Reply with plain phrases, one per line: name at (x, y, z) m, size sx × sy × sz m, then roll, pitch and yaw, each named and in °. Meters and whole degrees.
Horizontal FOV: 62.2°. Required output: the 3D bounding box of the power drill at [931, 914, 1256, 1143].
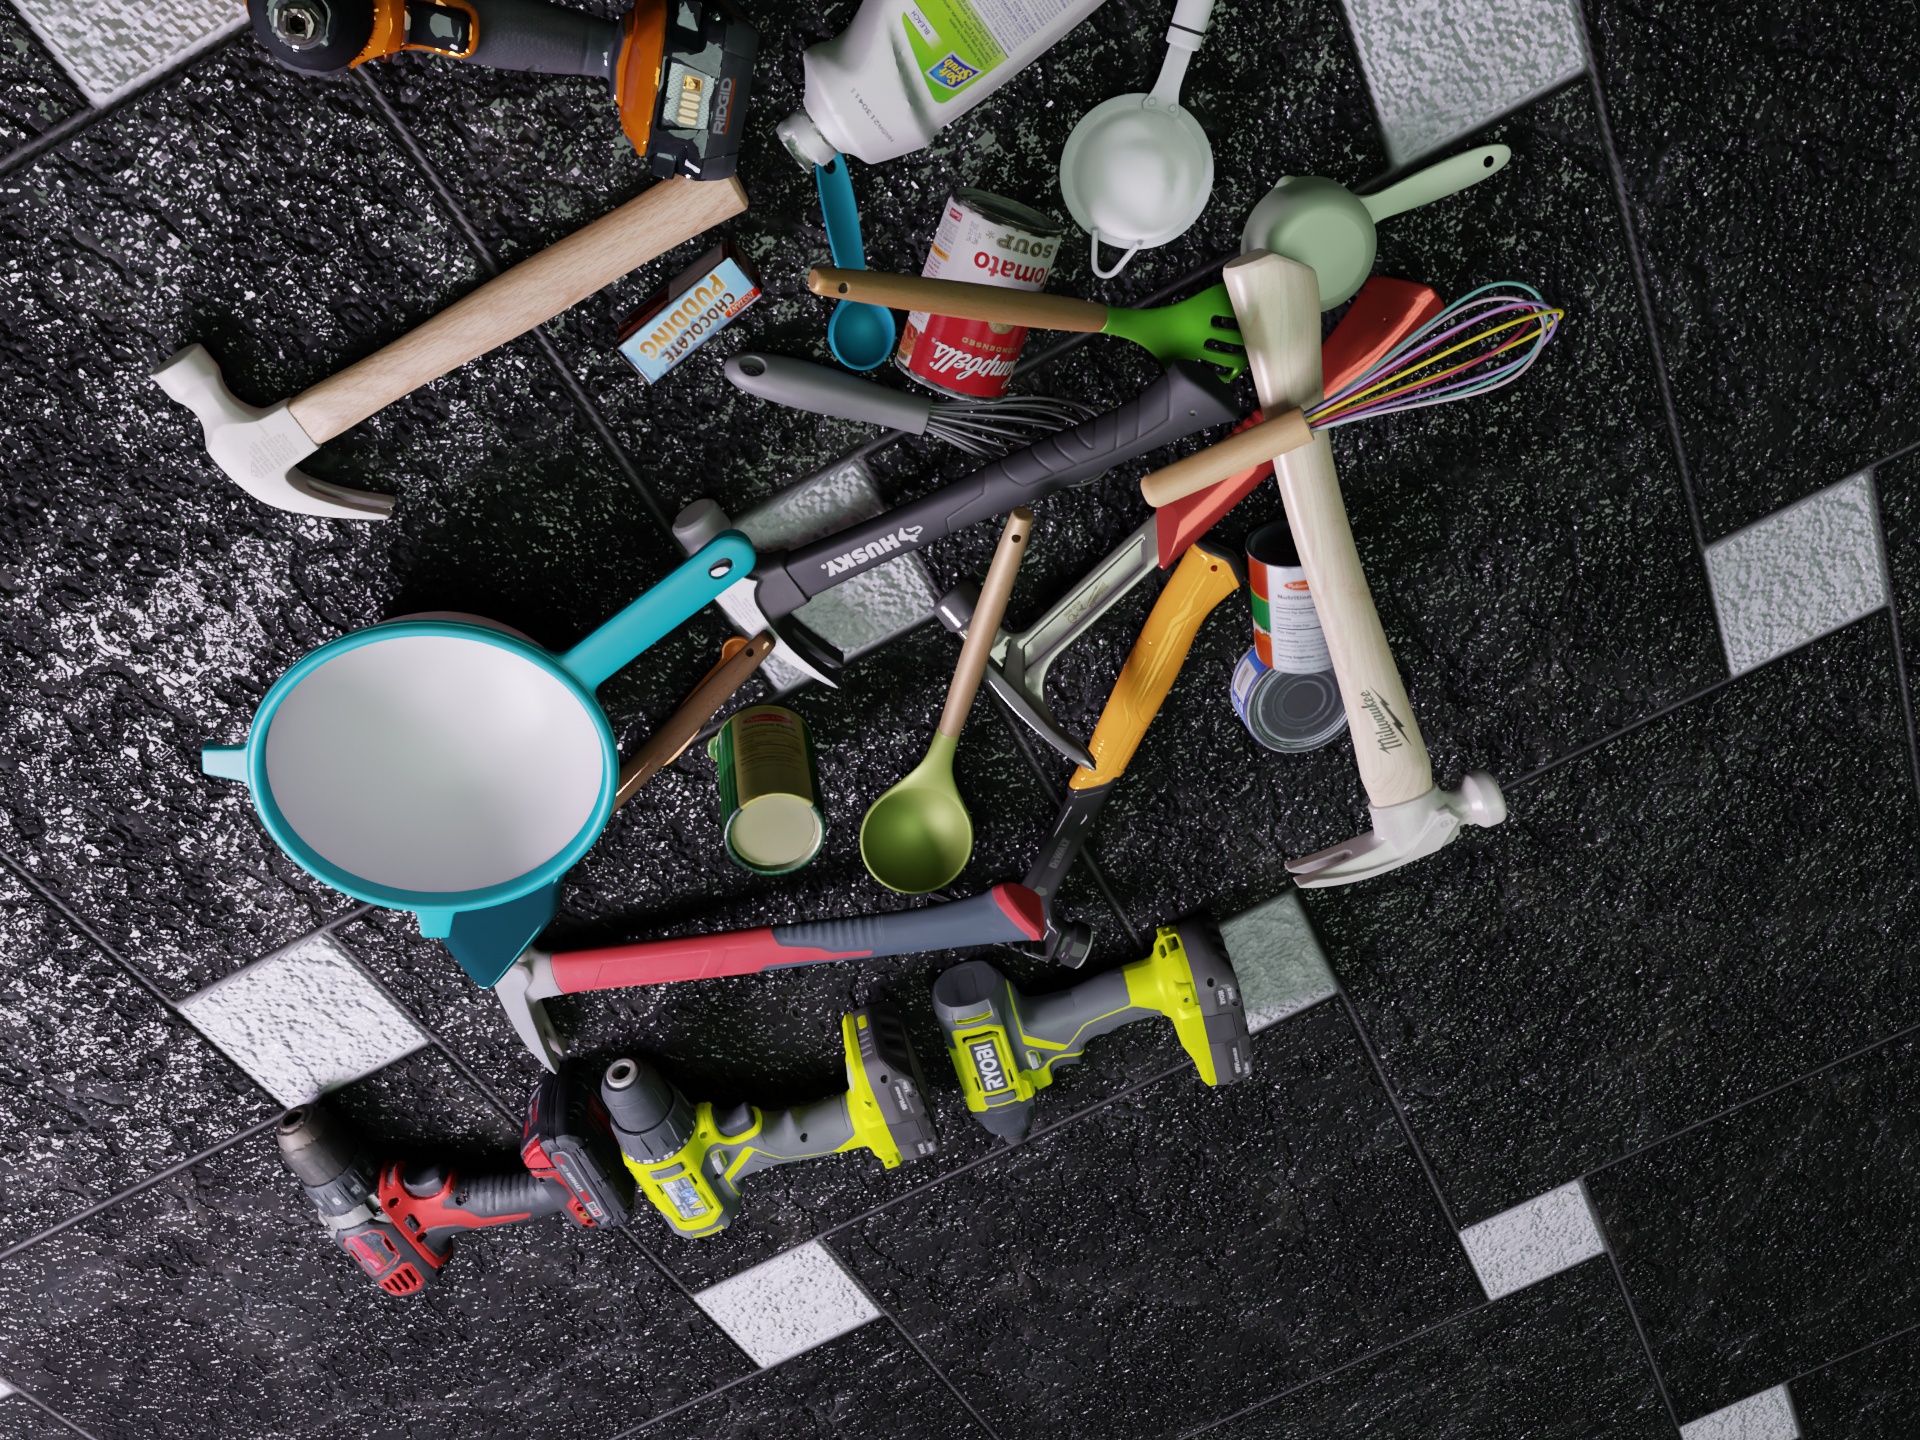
power drill at (0.105, 0.243, 1.224) m, size 0.223 × 0.080 × 0.171 m, roll -15°, pitch 123°, yaw 3°

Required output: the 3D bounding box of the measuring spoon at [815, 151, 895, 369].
measuring spoon at (-0.068, -0.264, 0.904) m, size 0.042 × 0.021 × 0.128 m, roll -23°, pitch 118°, yaw -26°

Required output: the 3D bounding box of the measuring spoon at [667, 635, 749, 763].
measuring spoon at (-0.172, -0.013, 1.046) m, size 0.021 × 0.011 × 0.117 m, roll 27°, pitch 117°, yaw -26°

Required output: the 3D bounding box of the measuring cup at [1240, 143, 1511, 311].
measuring cup at (0.248, -0.294, 0.930) m, size 0.167 × 0.038 × 0.083 m, roll -23°, pitch 123°, yaw 6°

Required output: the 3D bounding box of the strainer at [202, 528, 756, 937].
strainer at (-0.267, -0.026, 0.968) m, size 0.340 × 0.095 × 0.210 m, roll -35°, pitch 125°, yaw 9°

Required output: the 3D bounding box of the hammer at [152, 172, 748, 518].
hammer at (-0.267, -0.218, 0.882) m, size 0.331 × 0.031 × 0.129 m, roll -27°, pitch 123°, yaw 6°

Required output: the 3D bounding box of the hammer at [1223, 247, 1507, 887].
hammer at (0.223, -0.083, 0.979) m, size 0.146 × 0.038 × 0.410 m, roll -22°, pitch 114°, yaw 1°

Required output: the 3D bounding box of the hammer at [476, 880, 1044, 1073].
hammer at (-0.132, 0.170, 1.109) m, size 0.386 × 0.038 × 0.143 m, roll -7°, pitch 125°, yaw 7°

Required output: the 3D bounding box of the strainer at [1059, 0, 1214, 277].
strainer at (0.118, -0.363, 0.863) m, size 0.087 × 0.050 × 0.258 m, roll 16°, pitch 115°, yaw -4°

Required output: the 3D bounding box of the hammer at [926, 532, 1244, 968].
hammer at (0.095, 0.020, 1.097) m, size 0.127 × 0.034 × 0.336 m, roll 21°, pitch 114°, yaw -11°

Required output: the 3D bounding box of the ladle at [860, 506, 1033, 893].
ladle at (-0.002, -0.003, 1.011) m, size 0.078 × 0.062 × 0.320 m, roll 12°, pitch 136°, yaw -7°

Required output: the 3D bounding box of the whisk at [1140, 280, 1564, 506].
whisk at (0.213, -0.177, 0.888) m, size 0.245 × 0.047 × 0.051 m, roll -22°, pitch 111°, yaw 19°

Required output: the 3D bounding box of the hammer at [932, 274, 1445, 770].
hammer at (0.159, -0.134, 0.995) m, size 0.359 × 0.037 × 0.149 m, roll -42°, pitch 95°, yaw 12°

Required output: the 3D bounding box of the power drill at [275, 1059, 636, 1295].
power drill at (-0.375, 0.331, 1.185) m, size 0.226 × 0.080 × 0.187 m, roll -19°, pitch 123°, yaw 5°

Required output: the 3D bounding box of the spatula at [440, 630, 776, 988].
spatula at (-0.230, 0.050, 1.035) m, size 0.317 × 0.044 × 0.082 m, roll -43°, pitch 78°, yaw 21°

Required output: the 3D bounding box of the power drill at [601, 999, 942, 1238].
power drill at (-0.143, 0.292, 1.191) m, size 0.228 × 0.080 × 0.190 m, roll -17°, pitch 132°, yaw -1°

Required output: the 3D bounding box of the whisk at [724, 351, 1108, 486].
whisk at (-0.022, -0.184, 0.945) m, size 0.239 × 0.055 × 0.055 m, roll 11°, pitch 119°, yaw -12°

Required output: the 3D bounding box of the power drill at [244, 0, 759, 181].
power drill at (-0.215, -0.321, 0.749) m, size 0.226 × 0.164 × 0.084 m, roll 7°, pitch 120°, yaw -18°

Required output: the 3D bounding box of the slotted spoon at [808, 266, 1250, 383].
slotted spoon at (0.056, -0.223, 0.878) m, size 0.313 × 0.031 × 0.070 m, roll -2°, pitch 125°, yaw -34°

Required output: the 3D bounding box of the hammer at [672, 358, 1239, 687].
hammer at (0.005, -0.125, 0.944) m, size 0.335 × 0.035 × 0.146 m, roll -21°, pitch 127°, yaw 21°
